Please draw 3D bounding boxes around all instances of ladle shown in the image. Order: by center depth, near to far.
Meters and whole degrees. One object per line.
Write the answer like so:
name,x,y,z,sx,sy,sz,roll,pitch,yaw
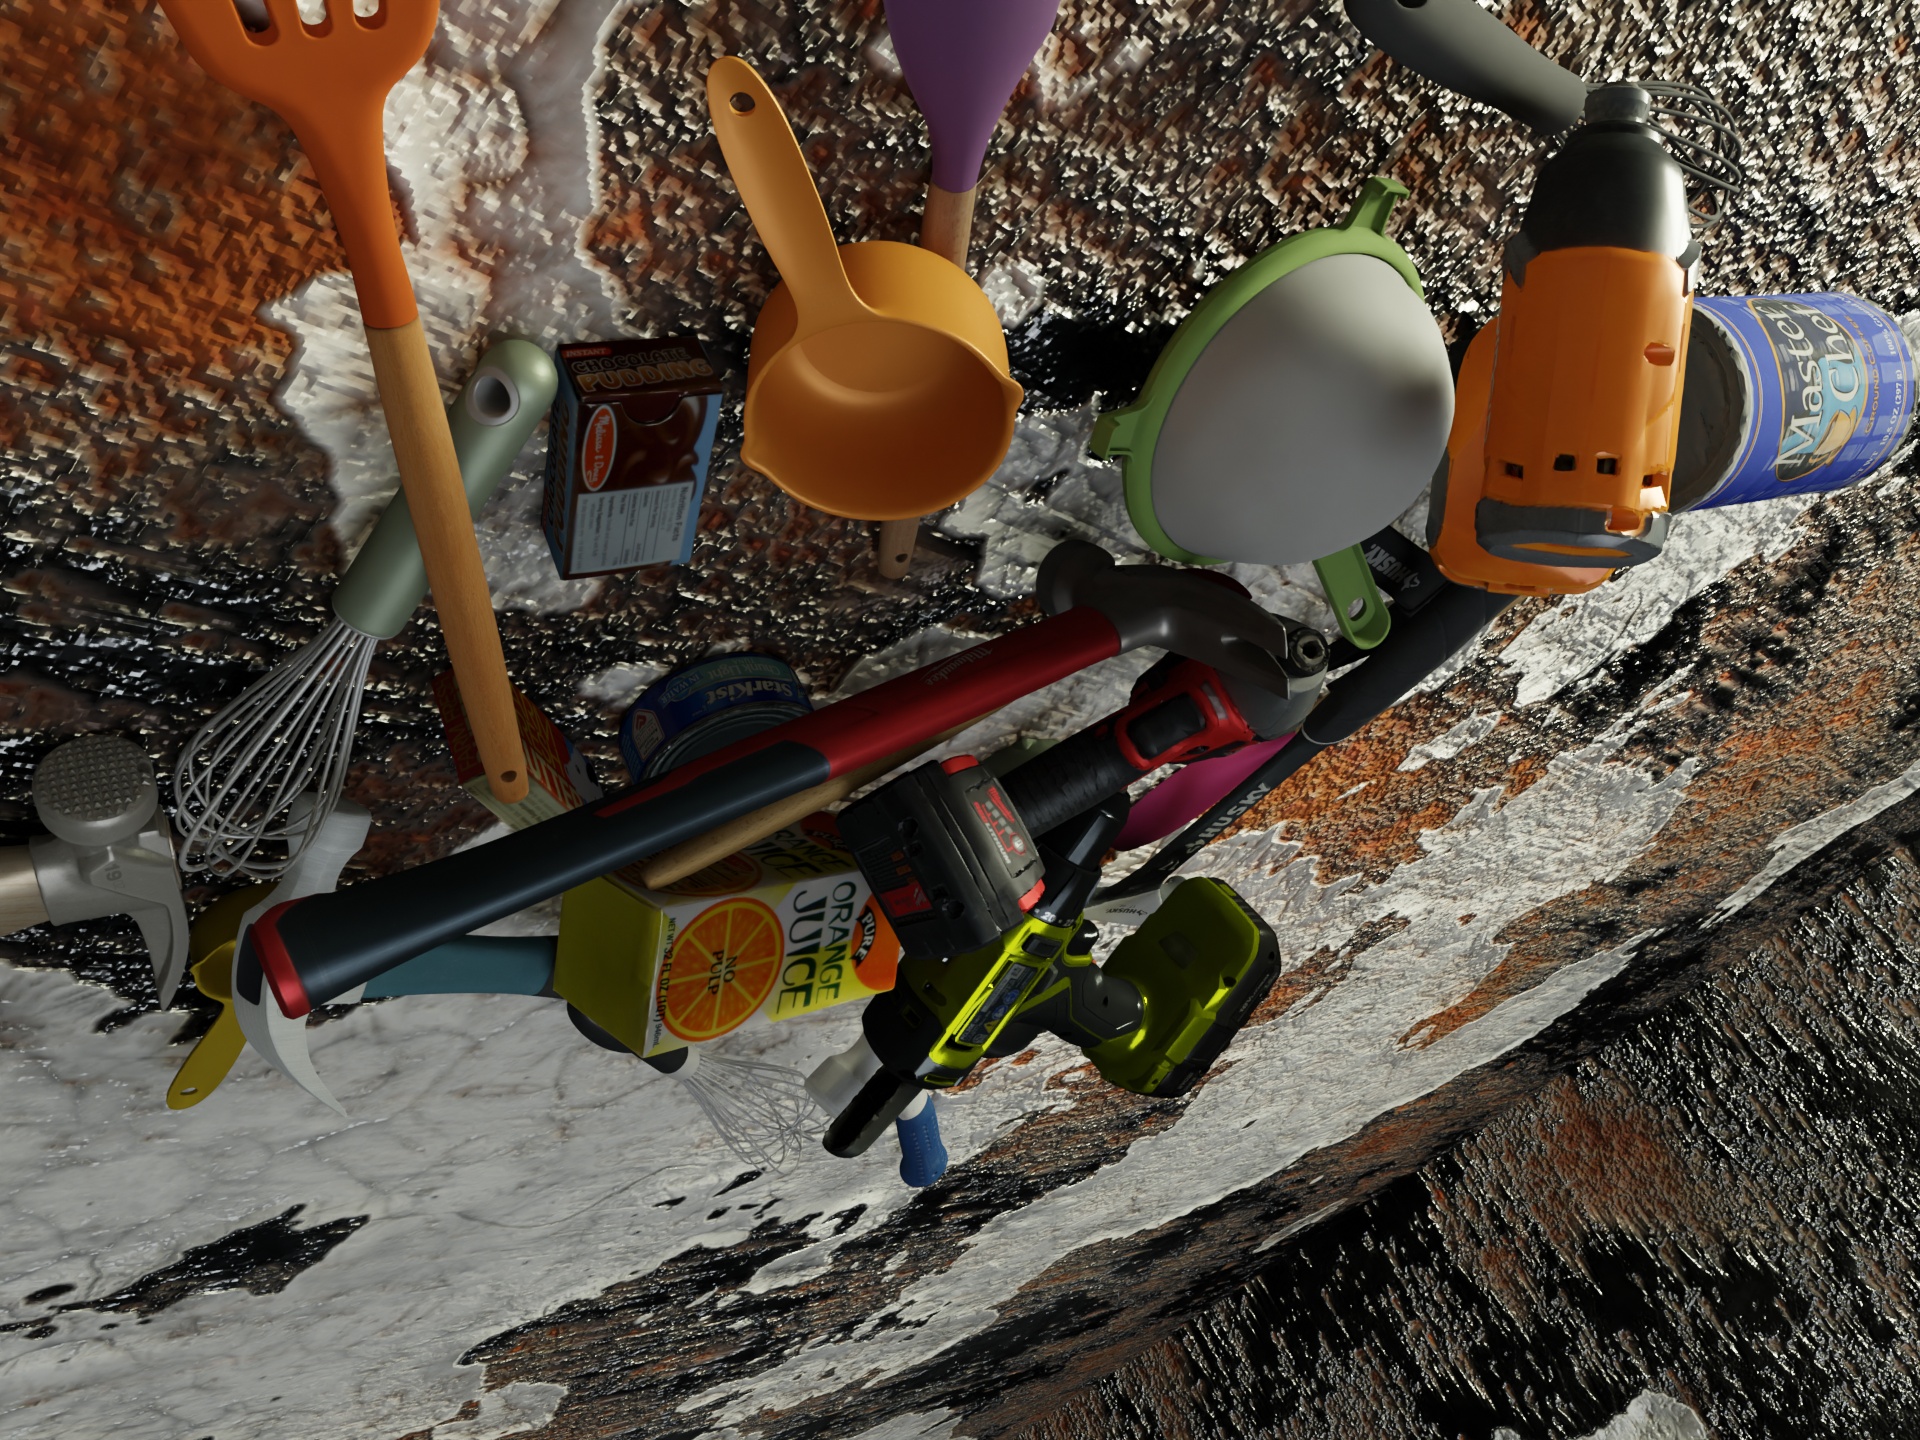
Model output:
ladle,-0.001,-0.002,0.718,0.315,0.031,0.069,-28,-174,-18

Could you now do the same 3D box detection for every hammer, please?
hammer,-0.474,0.098,0.510,0.410,0.038,0.146,-12,148,-26
hammer,-0.059,0.020,0.592,0.386,0.143,0.038,-23,120,-25
hammer,-0.188,0.114,0.746,0.330,0.033,0.128,17,93,-58
hammer,0.178,-0.094,0.772,0.146,0.035,0.334,-42,148,21
hammer,0.187,0.012,0.880,0.149,0.036,0.408,5,144,-32
hammer,-0.029,0.263,1.118,0.144,0.035,0.405,-45,160,-19

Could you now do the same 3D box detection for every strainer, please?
strainer,0.162,-0.086,0.665,0.151,0.069,0.256,-41,142,0

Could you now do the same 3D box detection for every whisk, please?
whisk,-0.204,-0.031,0.540,0.246,0.058,0.059,-48,180,25
whisk,0.222,-0.232,0.589,0.238,0.055,0.055,5,136,-38
whisk,-0.153,0.209,0.943,0.070,0.070,0.284,-31,145,3

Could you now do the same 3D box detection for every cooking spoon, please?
cooking spoon,0.224,-0.008,0.960,0.319,0.017,0.068,-34,150,11

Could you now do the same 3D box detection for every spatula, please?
spatula,-0.155,-0.088,0.452,0.081,0.041,0.322,-18,135,-19
spatula,-0.008,-0.158,0.531,0.059,0.018,0.315,-11,145,-17

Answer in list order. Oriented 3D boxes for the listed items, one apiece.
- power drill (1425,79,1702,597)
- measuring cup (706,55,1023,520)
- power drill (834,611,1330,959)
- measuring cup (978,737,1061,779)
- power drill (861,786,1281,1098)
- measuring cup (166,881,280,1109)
power drill,0.235,-0.133,0.621,0.084,0.164,0.226,7,180,14
measuring cup,-0.039,-0.139,0.495,0.095,0.052,0.173,-12,140,12
power drill,0.063,0.019,0.714,0.219,0.078,0.143,-29,179,-19
measuring cup,-0.006,0.060,0.846,0.167,0.038,0.083,-18,149,-23
power drill,0.076,0.124,0.880,0.228,0.080,0.190,22,108,-45
measuring cup,-0.318,0.121,0.689,0.062,0.029,0.156,3,140,-44
